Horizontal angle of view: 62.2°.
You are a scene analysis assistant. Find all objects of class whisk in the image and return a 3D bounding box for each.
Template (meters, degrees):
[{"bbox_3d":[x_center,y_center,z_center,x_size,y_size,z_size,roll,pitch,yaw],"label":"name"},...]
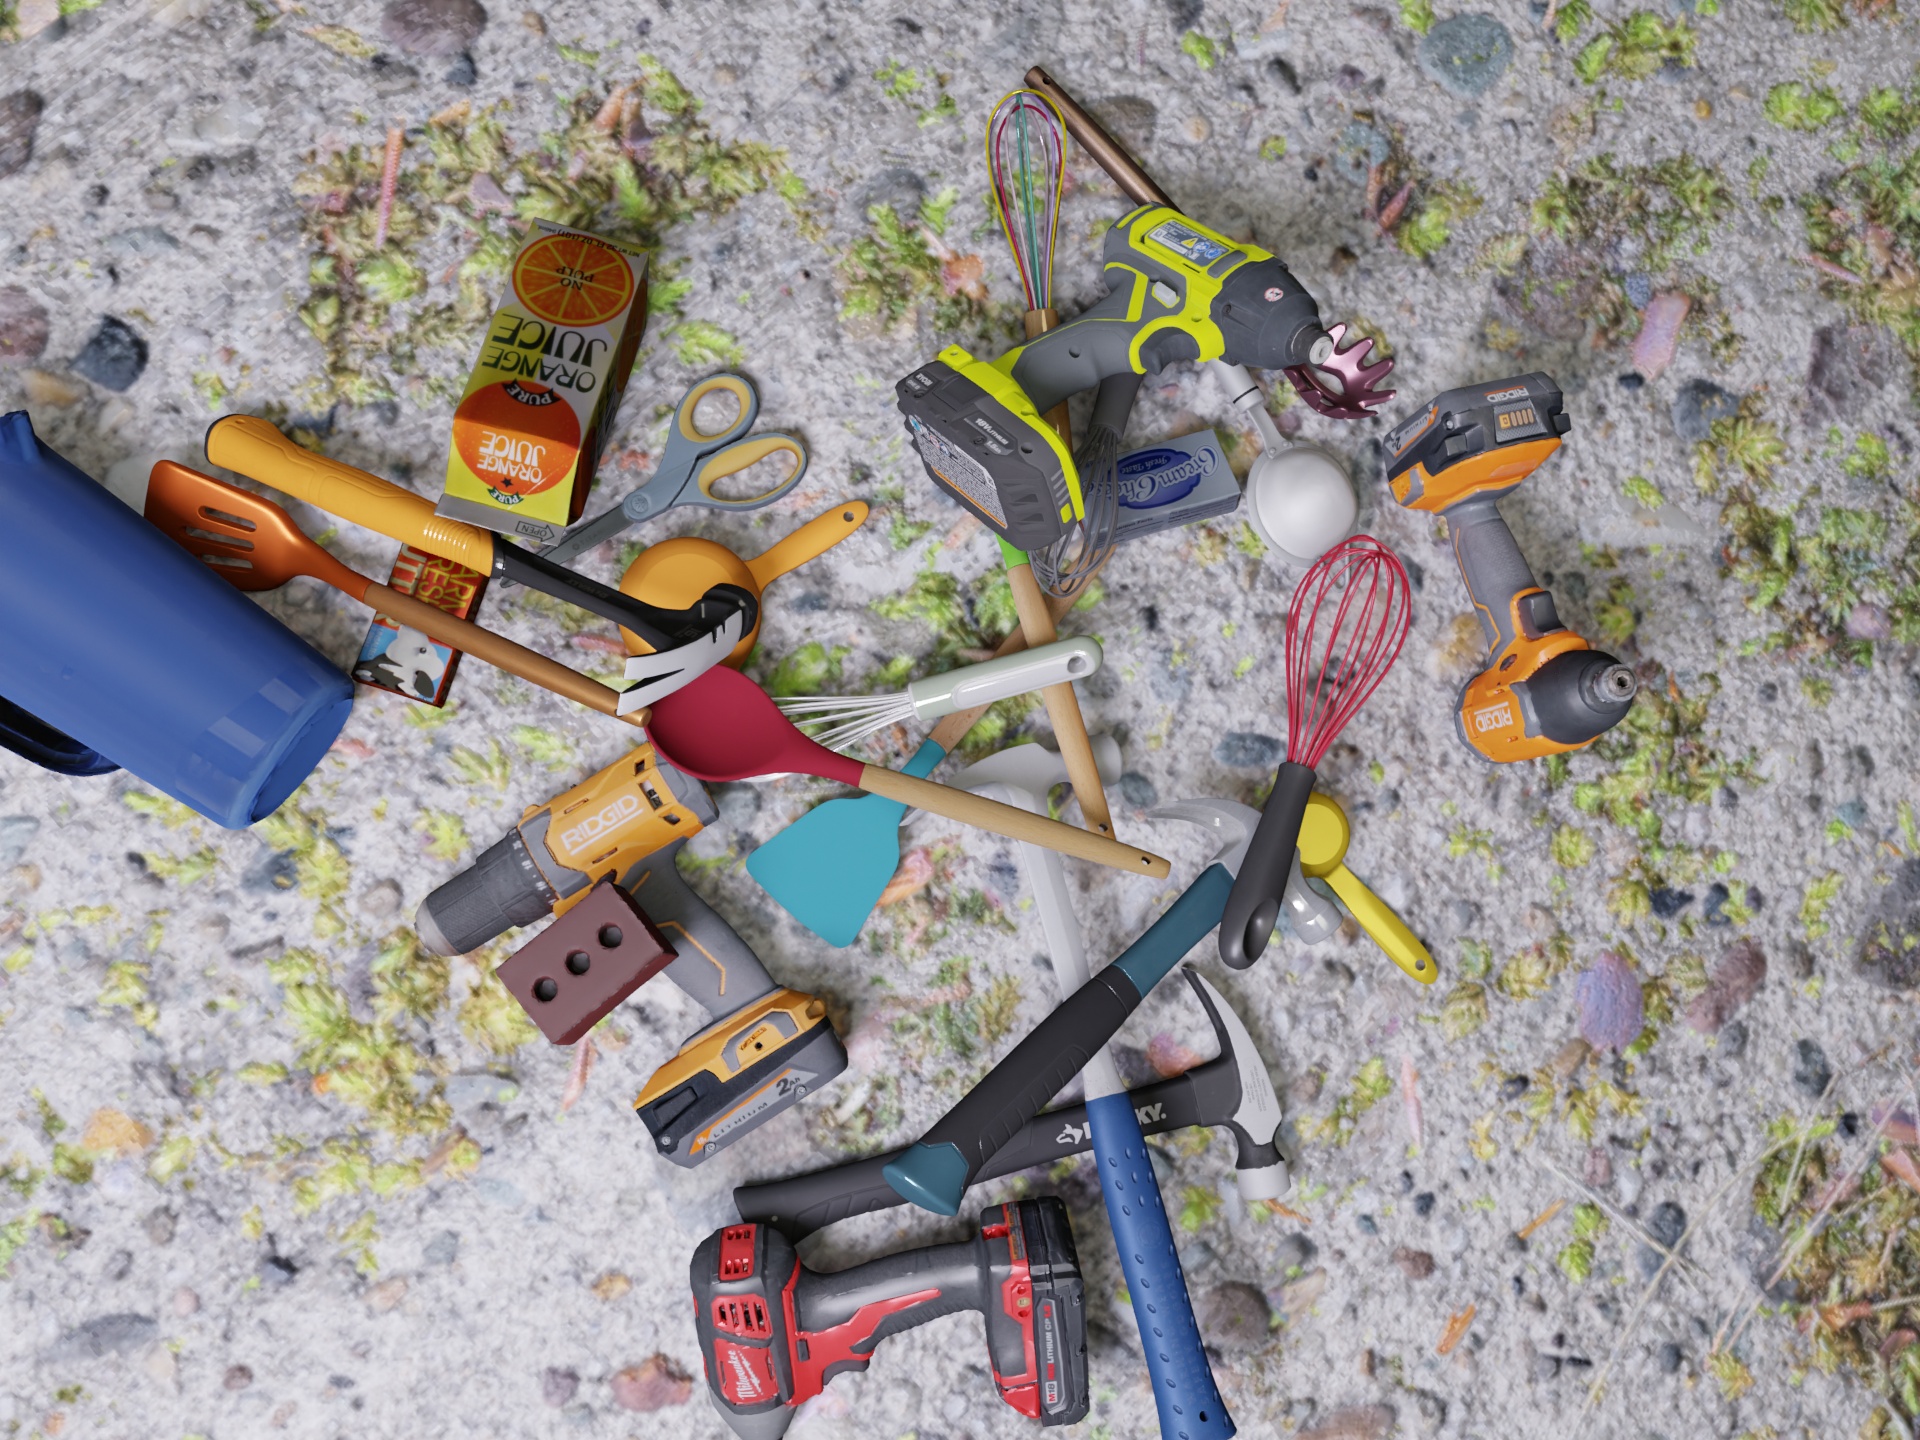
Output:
[{"bbox_3d":[0.052,-0.282,1.011,0.047,0.051,0.245,-6,89,-14],"label":"whisk"},{"bbox_3d":[0.087,-0.180,0.983,0.055,0.055,0.239,21,65,-6],"label":"whisk"},{"bbox_3d":[-0.034,-0.009,0.948,0.246,0.059,0.057,-15,122,6],"label":"whisk"},{"bbox_3d":[0.209,0.014,0.962,0.073,0.073,0.296,25,70,-5],"label":"whisk"}]

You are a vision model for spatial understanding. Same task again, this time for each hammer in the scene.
[{"bbox_3d":[-0.288,-0.099,0.894,0.337,0.127,0.034,23,119,12],"label":"hammer"},{"bbox_3d":[0.085,0.159,0.900,0.331,0.033,0.128,-38,91,-31],"label":"hammer"},{"bbox_3d":[0.029,0.254,0.966,0.334,0.035,0.146,-13,88,-8],"label":"hammer"},{"bbox_3d":[0.076,0.208,0.922,0.144,0.035,0.406,-9,74,-23],"label":"hammer"}]

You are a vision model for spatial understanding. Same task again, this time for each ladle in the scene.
[{"bbox_3d":[-0.031,0.038,0.911,0.315,0.031,0.069,18,70,2],"label":"ladle"}]

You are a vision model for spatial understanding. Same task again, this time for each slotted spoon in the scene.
[{"bbox_3d":[0.045,-0.070,0.974,0.070,0.031,0.314,-14,79,-9],"label":"slotted spoon"}]

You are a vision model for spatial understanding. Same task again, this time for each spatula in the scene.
[{"bbox_3d":[-0.322,-0.060,0.908,0.323,0.041,0.081,23,115,11],"label":"spatula"},{"bbox_3d":[-0.002,-0.003,0.991,0.082,0.044,0.317,41,77,-2],"label":"spatula"}]

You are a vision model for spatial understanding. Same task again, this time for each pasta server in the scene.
[{"bbox_3d":[0.157,-0.310,1.030,0.316,0.040,0.060,46,69,-1],"label":"pasta server"}]

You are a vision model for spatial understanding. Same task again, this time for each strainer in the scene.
[{"bbox_3d":[0.190,-0.200,1.025,0.087,0.050,0.258,-30,86,-25],"label":"strainer"}]

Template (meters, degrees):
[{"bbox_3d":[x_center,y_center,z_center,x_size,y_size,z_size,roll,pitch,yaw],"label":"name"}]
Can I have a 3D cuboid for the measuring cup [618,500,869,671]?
[{"bbox_3d":[-0.128,-0.090,0.964,0.173,0.052,0.095,-33,90,-7],"label":"measuring cup"}]

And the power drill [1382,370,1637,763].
[{"bbox_3d":[0.342,-0.090,0.974,0.084,0.164,0.226,-13,85,-8],"label":"power drill"}]

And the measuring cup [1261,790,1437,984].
[{"bbox_3d":[0.253,0.109,1.010,0.062,0.029,0.156,-42,89,-9],"label":"measuring cup"}]

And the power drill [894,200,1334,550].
[{"bbox_3d":[0.090,-0.204,0.925,0.223,0.080,0.171,-37,50,-11],"label":"power drill"}]

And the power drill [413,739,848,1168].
[{"bbox_3d":[-0.191,0.145,0.925,0.185,0.084,0.226,-31,86,-7],"label":"power drill"}]

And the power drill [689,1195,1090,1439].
[{"bbox_3d":[-0.040,0.354,0.919,0.219,0.079,0.143,-5,111,-3],"label":"power drill"}]
